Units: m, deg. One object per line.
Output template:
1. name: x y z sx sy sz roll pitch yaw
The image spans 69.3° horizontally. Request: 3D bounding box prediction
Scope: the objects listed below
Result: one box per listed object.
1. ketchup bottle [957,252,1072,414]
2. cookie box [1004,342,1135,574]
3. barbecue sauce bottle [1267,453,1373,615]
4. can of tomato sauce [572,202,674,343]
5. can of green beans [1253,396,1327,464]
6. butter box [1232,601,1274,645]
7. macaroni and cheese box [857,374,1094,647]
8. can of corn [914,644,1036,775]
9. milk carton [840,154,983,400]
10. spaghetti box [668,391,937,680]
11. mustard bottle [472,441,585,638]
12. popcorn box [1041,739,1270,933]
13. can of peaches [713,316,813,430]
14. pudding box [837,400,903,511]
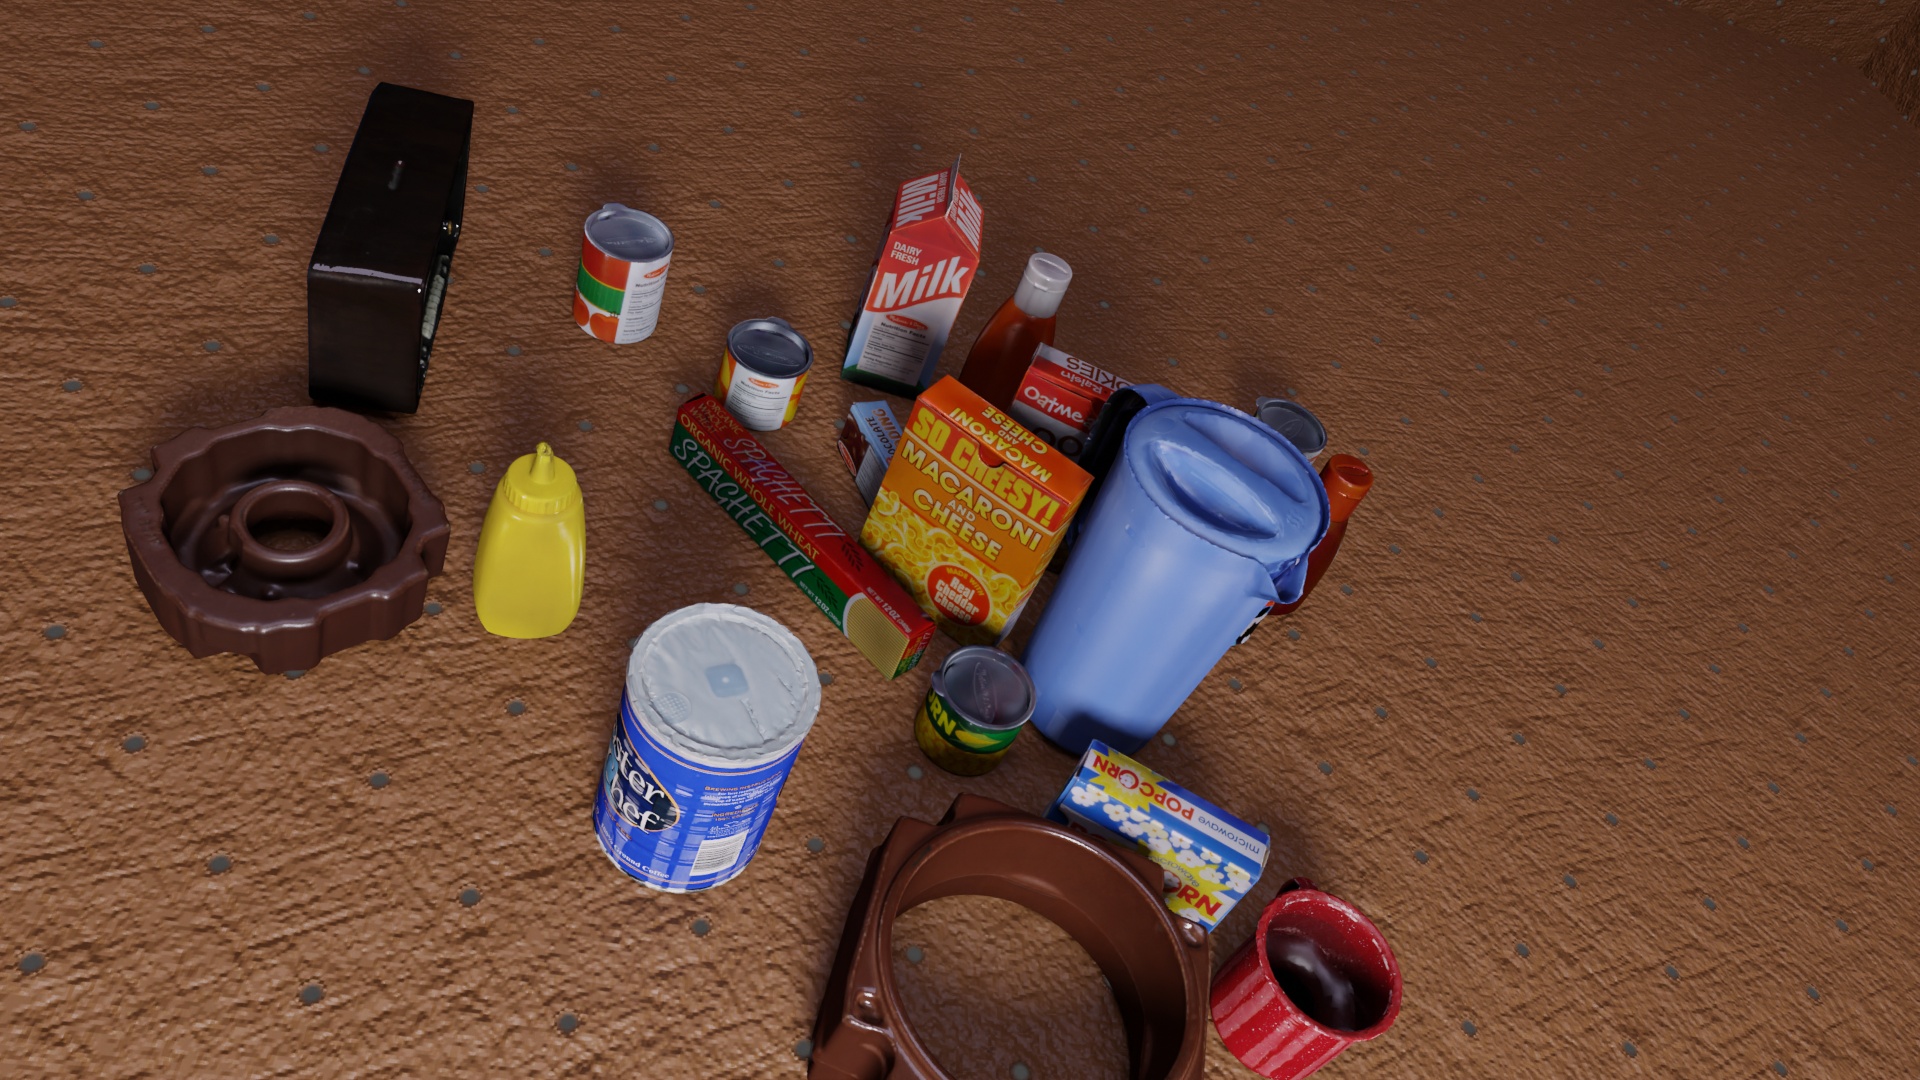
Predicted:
1. ketchup bottle: 0.047 -0.163 1.120 0.065 0.148 0.044 26 44 0
2. cookie box: 0.080 -0.050 1.014 0.123 0.166 0.040 24 44 -2
3. barbecue sauce bottle: 0.264 -0.003 1.067 0.065 0.147 0.044 7 47 -19
4. can of tomato sauce: -0.261 -0.204 1.067 0.071 0.082 0.071 13 45 -13
5. can of green beans: 0.276 -0.081 1.212 0.071 0.057 0.071 13 45 -13
6. butter box: 0.179 0.060 1.038 0.104 0.052 0.024 -5 52 -28
7. macaroni and cheese box: 0.003 -0.012 0.944 0.124 0.165 0.040 36 44 11
8. can of corn: 0.006 0.111 0.907 0.071 0.058 0.071 13 45 -13
9. milk carton: -0.033 -0.209 1.098 0.073 0.189 0.073 16 44 -10
10. spaghetti box: -0.115 -0.006 0.969 0.250 0.049 0.029 44 47 19
11. mustard bottle: -0.252 -0.005 0.826 0.065 0.159 0.049 3 48 -22
12. popcorn box: 0.116 0.188 0.864 0.127 0.084 0.038 29 44 3
13. can of peaches: -0.151 -0.128 1.063 0.071 0.057 0.071 13 45 -13
14. pudding box: -0.060 -0.060 1.046 0.030 0.049 0.084 -9 53 -31
